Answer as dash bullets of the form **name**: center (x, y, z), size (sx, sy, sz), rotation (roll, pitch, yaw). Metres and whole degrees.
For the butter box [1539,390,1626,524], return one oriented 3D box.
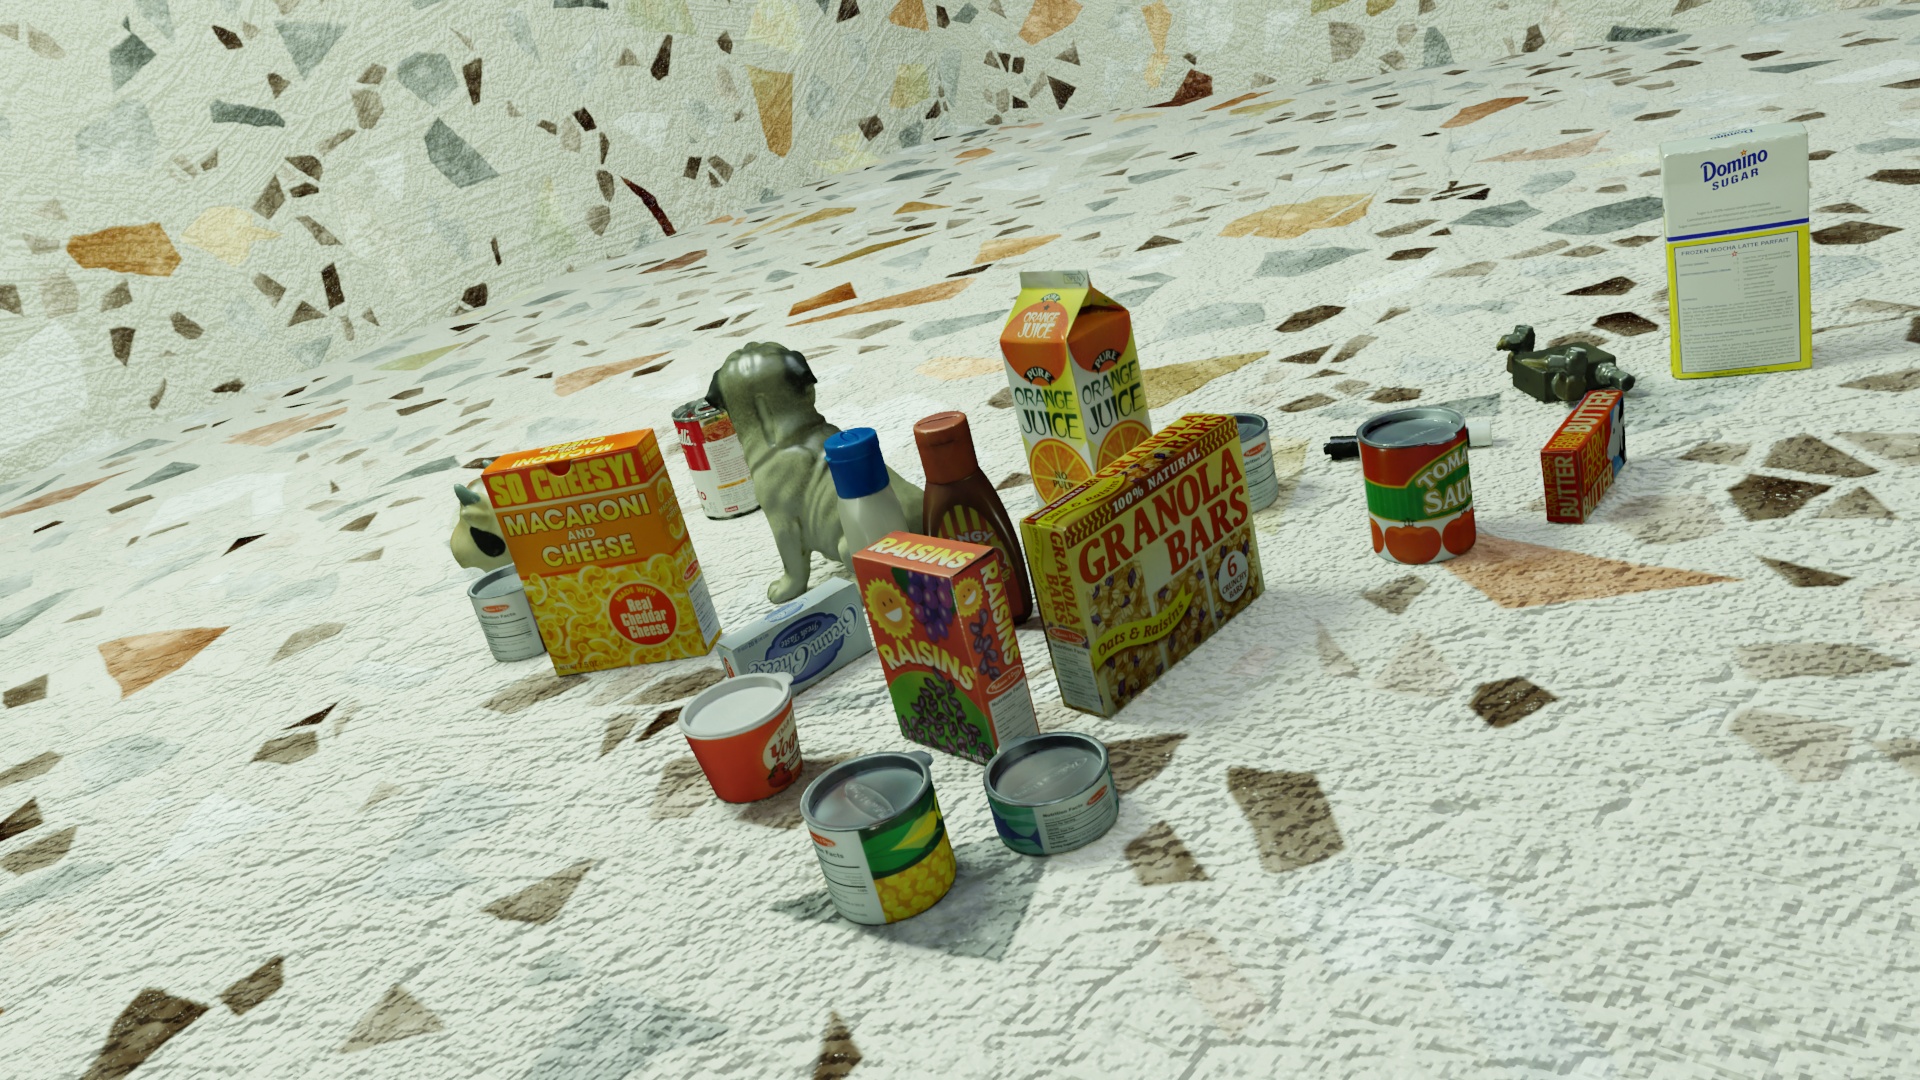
- **butter box**: center (0.408, -0.056, 0.907), size (0.024, 0.053, 0.104), rotation (5, 29, 40)

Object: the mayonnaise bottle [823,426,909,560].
- **mayonnaise bottle**: center (-0.055, -0.002, 0.937), size (0.041, 0.147, 0.065), rotation (-21, 23, -17)

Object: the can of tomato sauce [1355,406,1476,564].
- **can of tomato sauce**: center (0.294, -0.035, 0.888), size (0.071, 0.082, 0.071), rotation (-12, 22, 5)

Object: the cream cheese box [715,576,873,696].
- **cream cheese box**: center (-0.109, 0.070, 0.922), size (0.104, 0.053, 0.024), rotation (-30, 27, -34)

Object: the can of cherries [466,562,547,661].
- **can of cherries**: center (-0.346, 0.054, 1.099), size (0.071, 0.058, 0.072), rotation (-12, 22, 5)

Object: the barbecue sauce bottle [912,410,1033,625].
- **barbecue sauce bottle**: center (0.003, -0.012, 0.923), size (0.065, 0.148, 0.044), rotation (-12, 22, 5)

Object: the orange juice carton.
- **orange juice carton**: center (0.089, -0.112, 1.052), size (0.073, 0.192, 0.072), rotation (-30, 27, -34)

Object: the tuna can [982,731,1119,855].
- **tuna can**: center (0.046, 0.129, 0.716), size (0.071, 0.032, 0.071), rotation (-12, 22, 5)

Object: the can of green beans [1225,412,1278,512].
- **can of green beans**: center (0.199, -0.056, 1.029), size (0.071, 0.057, 0.071), rotation (-12, 22, 5)

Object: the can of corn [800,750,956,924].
- **can of corn**: center (-0.038, 0.146, 0.692), size (0.071, 0.058, 0.071), rotation (-12, 22, 5)

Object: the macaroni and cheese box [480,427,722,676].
- **macaroni and cheese box**: center (-0.257, 0.011, 1.004), size (0.124, 0.165, 0.040), rotation (-9, 22, 13)

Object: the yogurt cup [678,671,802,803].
- **yogurt cup**: center (-0.126, 0.118, 0.819), size (0.072, 0.053, 0.073), rotation (-12, 22, 5)

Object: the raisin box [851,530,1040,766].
- **raisin box**: center (-0.007, 0.060, 0.792), size (0.040, 0.123, 0.086), rotation (-31, 27, -36)

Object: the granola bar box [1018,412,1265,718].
- **granola bar box**: center (0.113, 0.011, 0.835), size (0.039, 0.123, 0.166), rotation (9, 32, 45)
